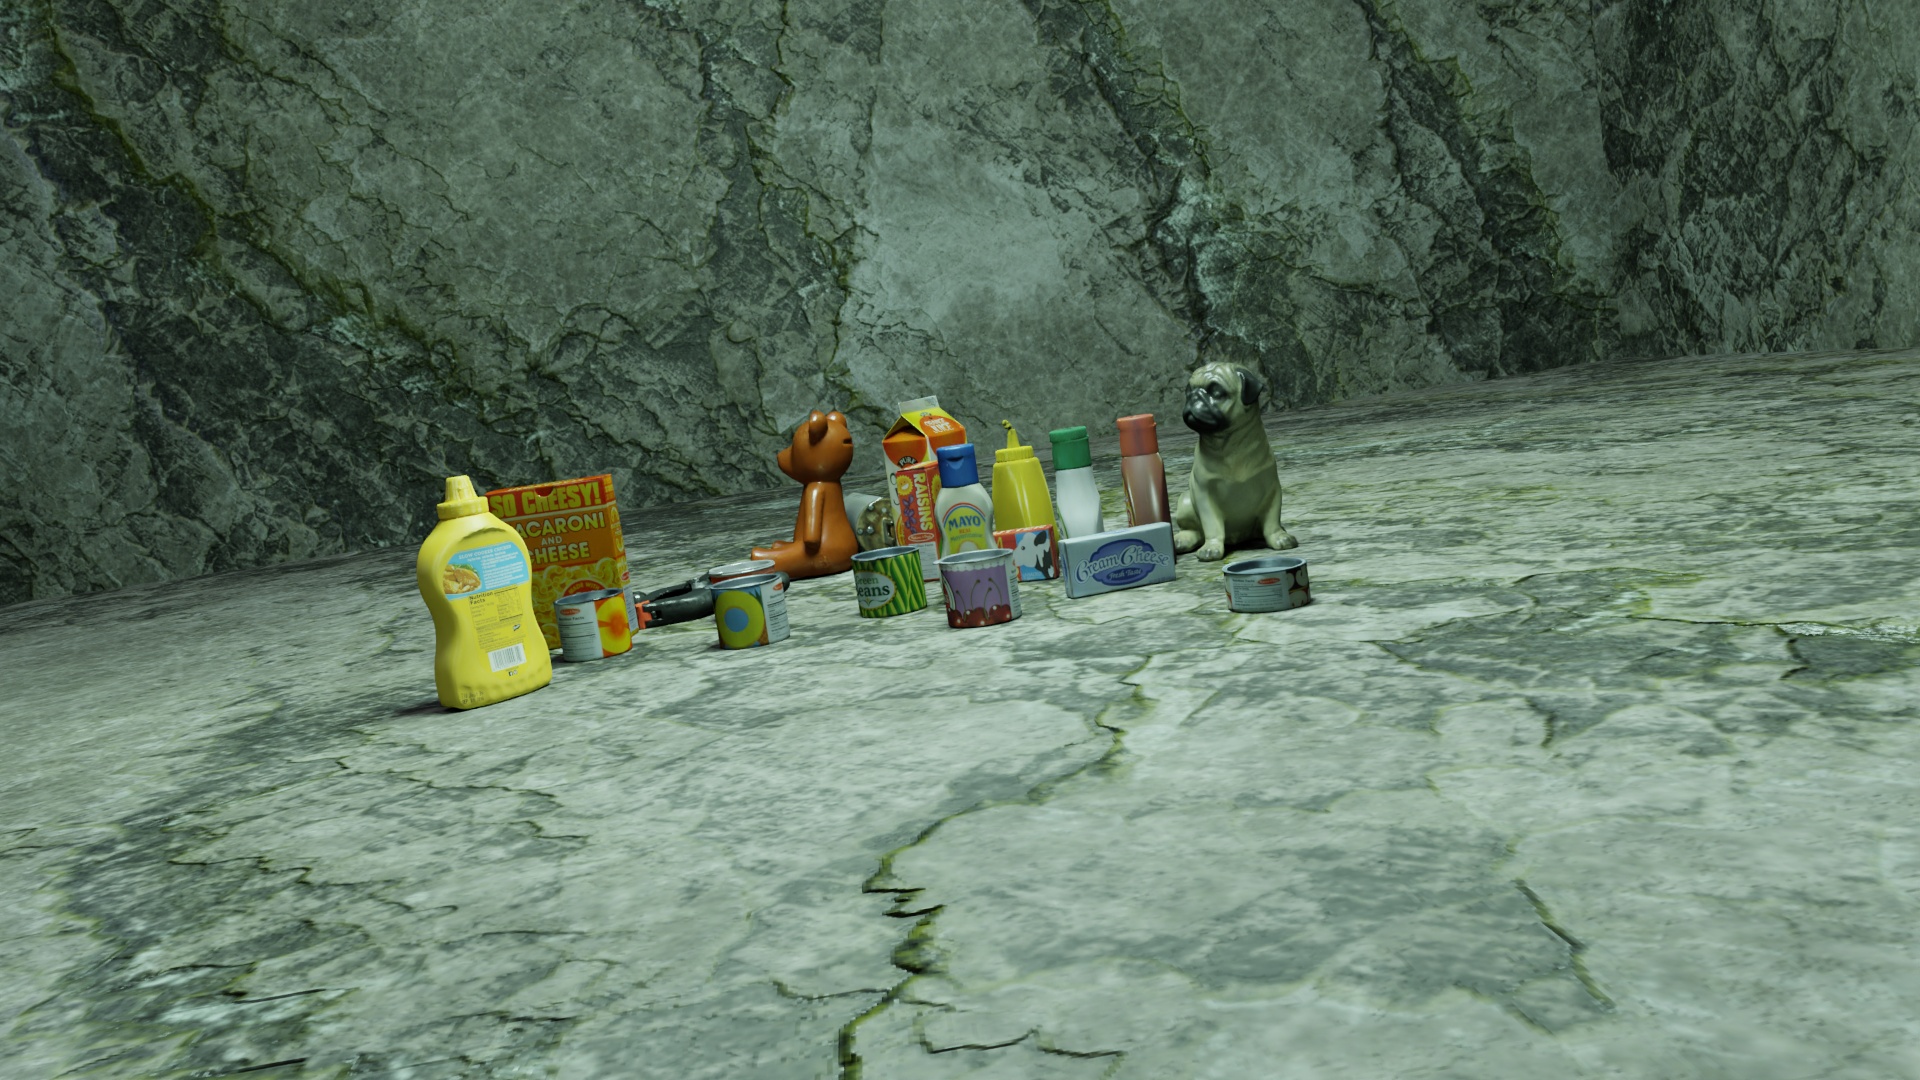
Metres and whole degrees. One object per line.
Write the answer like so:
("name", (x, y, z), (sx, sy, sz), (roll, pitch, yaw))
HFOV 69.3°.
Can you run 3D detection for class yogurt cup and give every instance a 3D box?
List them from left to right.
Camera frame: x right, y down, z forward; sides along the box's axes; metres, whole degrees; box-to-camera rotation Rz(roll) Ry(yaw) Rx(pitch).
("yogurt cup", (-0.221, 0.052, 1.425), (0.072, 0.054, 0.072), (-8, 7, 1))

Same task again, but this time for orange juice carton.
("orange juice carton", (-0.035, -0.069, 1.608), (0.073, 0.192, 0.072), (-3, 8, 39))

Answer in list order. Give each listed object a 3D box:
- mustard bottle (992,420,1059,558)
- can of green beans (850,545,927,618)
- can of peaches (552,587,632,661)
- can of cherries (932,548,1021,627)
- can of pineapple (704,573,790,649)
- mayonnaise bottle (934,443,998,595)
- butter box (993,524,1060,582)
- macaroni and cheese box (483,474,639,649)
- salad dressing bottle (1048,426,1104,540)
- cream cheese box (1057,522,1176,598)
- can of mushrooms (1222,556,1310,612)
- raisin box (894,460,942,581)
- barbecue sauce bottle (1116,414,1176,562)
("mustard bottle", (0.064, -0.047, 1.446), (0.049, 0.160, 0.065), (-13, 8, -38))
("can of green beans", (-0.068, 0.039, 1.328), (0.071, 0.057, 0.071), (-8, 7, 1))
("can of peaches", (-0.350, 0.080, 1.331), (0.071, 0.058, 0.071), (-8, 7, 1))
("can of cherries", (0.015, 0.041, 1.209), (0.071, 0.058, 0.071), (-8, 7, 1))
("can of pineapple", (-0.194, 0.065, 1.272), (0.071, 0.057, 0.071), (-8, 7, 1))
("mayonnaise bottle", (0.005, -0.017, 1.320), (0.065, 0.148, 0.041), (-8, 6, 5))
("butter box", (0.045, 0.016, 1.395), (0.103, 0.053, 0.024), (-7, 7, 15))
("macaroni and cheese box", (-0.403, 0.024, 1.408), (0.124, 0.166, 0.040), (-8, 6, 1))
("salad dressing bottle", (0.114, -0.035, 1.341), (0.044, 0.147, 0.064), (-8, 6, 6))
("cream cheese box", (0.144, 0.018, 1.265), (0.104, 0.053, 0.024), (-10, 7, -11))
("can of mushrooms", (0.243, 0.034, 1.097), (0.071, 0.033, 0.071), (-8, 7, 1))
("raisin box", (-0.033, -0.023, 1.516), (0.040, 0.123, 0.086), (-6, 7, 18))
("barbecue sauce bottle", (0.182, -0.048, 1.364), (0.044, 0.148, 0.065), (-8, 6, 8))
